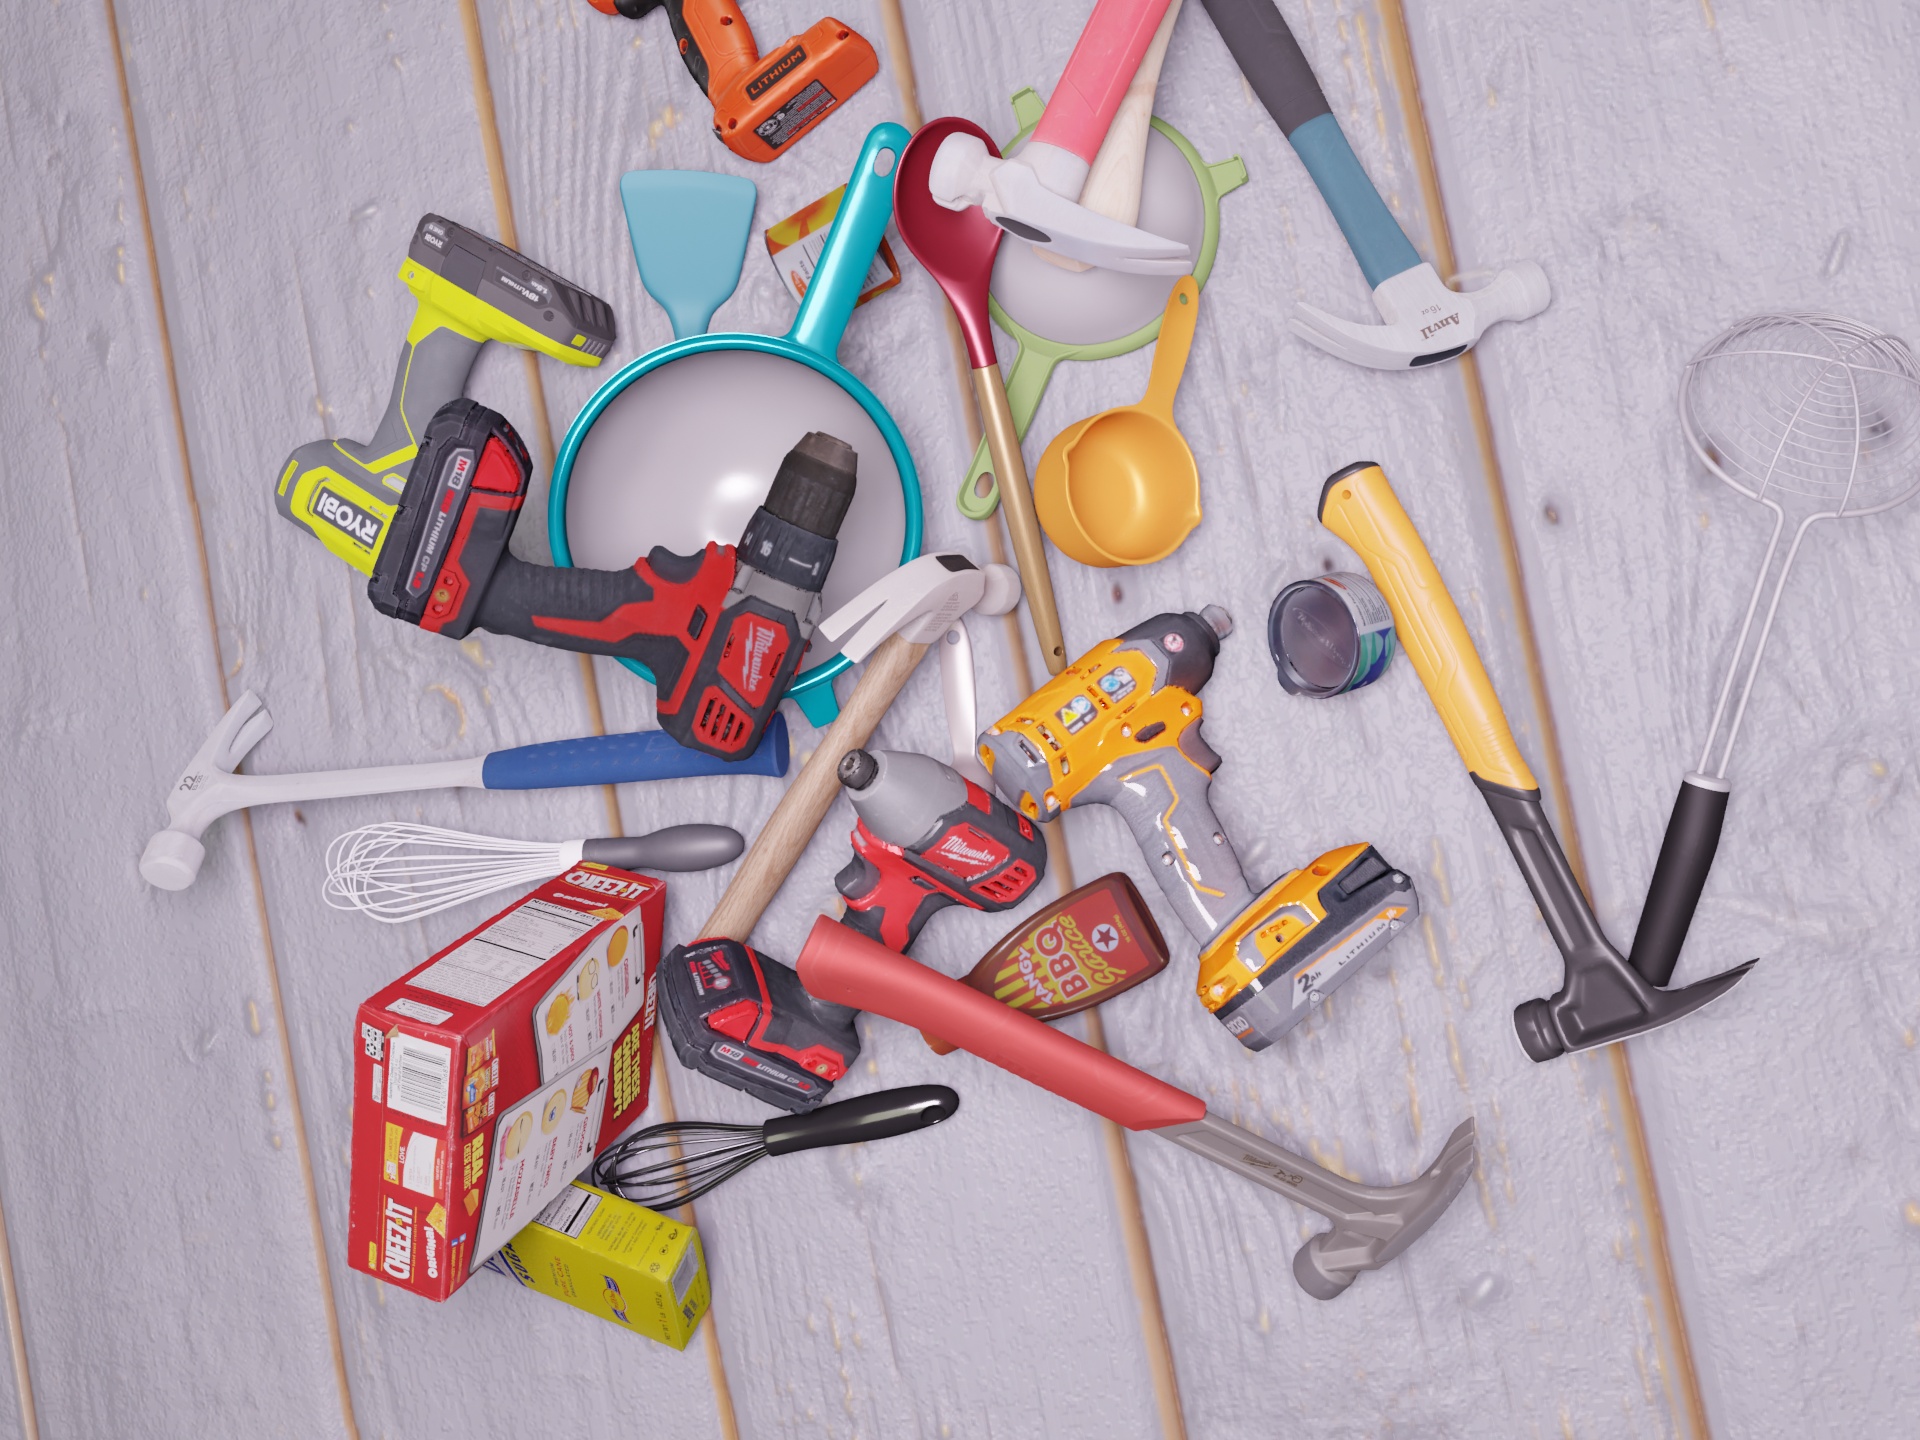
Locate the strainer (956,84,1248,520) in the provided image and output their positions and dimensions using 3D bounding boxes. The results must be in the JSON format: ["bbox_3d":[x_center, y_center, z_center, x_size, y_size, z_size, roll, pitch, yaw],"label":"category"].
[{"bbox_3d":[0.048,-0.239,0.913,0.151,0.069,0.256,24,95,14],"label":"strainer"}]

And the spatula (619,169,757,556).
[{"bbox_3d":[-0.169,-0.174,0.987,0.082,0.044,0.317,0,92,-12],"label":"spatula"}]

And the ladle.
[{"bbox_3d":[0.022,-0.175,0.898,0.069,0.031,0.315,-19,106,-16],"label":"ladle"}]

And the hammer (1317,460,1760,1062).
[{"bbox_3d":[0.287,0.009,0.850,0.127,0.034,0.337,-32,77,38],"label":"hammer"}]

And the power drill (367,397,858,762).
[{"bbox_3d":[-0.177,-0.097,0.852,0.226,0.080,0.188,22,100,-16],"label":"power drill"}]

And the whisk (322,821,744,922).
[{"bbox_3d":[-0.274,0.090,1.011,0.284,0.070,0.070,-5,89,11],"label":"whisk"}]

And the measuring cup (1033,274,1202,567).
[{"bbox_3d":[0.096,-0.169,0.904,0.095,0.052,0.174,21,78,-25],"label":"measuring cup"}]

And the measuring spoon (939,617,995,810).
[{"bbox_3d":[-0.002,-0.003,0.953,0.034,0.018,0.124,-6,88,16],"label":"measuring spoon"}]

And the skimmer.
[{"bbox_3d":[0.406,-0.032,0.835,0.127,0.090,0.363,14,104,12],"label":"skimmer"}]

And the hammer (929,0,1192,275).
[{"bbox_3d":[0.128,-0.419,0.827,0.143,0.038,0.386,24,86,14],"label":"hammer"}]

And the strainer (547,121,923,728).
[{"bbox_3d":[-0.107,-0.179,0.929,0.211,0.095,0.340,21,99,-13],"label":"strainer"}]

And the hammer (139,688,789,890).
[{"bbox_3d":[-0.308,0.027,1.007,0.405,0.035,0.144,-5,47,9],"label":"hammer"}]

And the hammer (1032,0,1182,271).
[{"bbox_3d":[0.113,-0.443,0.872,0.146,0.038,0.411,19,84,13],"label":"hammer"}]

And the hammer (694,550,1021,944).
[{"bbox_3d":[-0.087,0.042,0.935,0.031,0.130,0.331,42,111,23],"label":"hammer"}]

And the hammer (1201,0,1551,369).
[{"bbox_3d":[0.190,-0.341,0.885,0.128,0.033,0.331,-26,80,-3],"label":"hammer"}]

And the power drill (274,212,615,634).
[{"bbox_3d":[-0.315,-0.182,1.012,0.190,0.080,0.228,31,101,14],"label":"power drill"}]

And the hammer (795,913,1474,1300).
[{"bbox_3d":[0.083,0.189,0.844,0.359,0.037,0.149,26,127,-2],"label":"hammer"}]

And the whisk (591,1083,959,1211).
[{"bbox_3d":[-0.114,0.258,0.972,0.239,0.055,0.055,-15,86,11],"label":"whisk"}]

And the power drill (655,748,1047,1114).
[{"bbox_3d":[-0.067,0.113,0.911,0.219,0.143,0.079,-46,37,11],"label":"power drill"}]

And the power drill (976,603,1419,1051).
[{"bbox_3d":[0.140,0.047,0.873,0.164,0.084,0.226,-38,77,-14],"label":"power drill"}]
